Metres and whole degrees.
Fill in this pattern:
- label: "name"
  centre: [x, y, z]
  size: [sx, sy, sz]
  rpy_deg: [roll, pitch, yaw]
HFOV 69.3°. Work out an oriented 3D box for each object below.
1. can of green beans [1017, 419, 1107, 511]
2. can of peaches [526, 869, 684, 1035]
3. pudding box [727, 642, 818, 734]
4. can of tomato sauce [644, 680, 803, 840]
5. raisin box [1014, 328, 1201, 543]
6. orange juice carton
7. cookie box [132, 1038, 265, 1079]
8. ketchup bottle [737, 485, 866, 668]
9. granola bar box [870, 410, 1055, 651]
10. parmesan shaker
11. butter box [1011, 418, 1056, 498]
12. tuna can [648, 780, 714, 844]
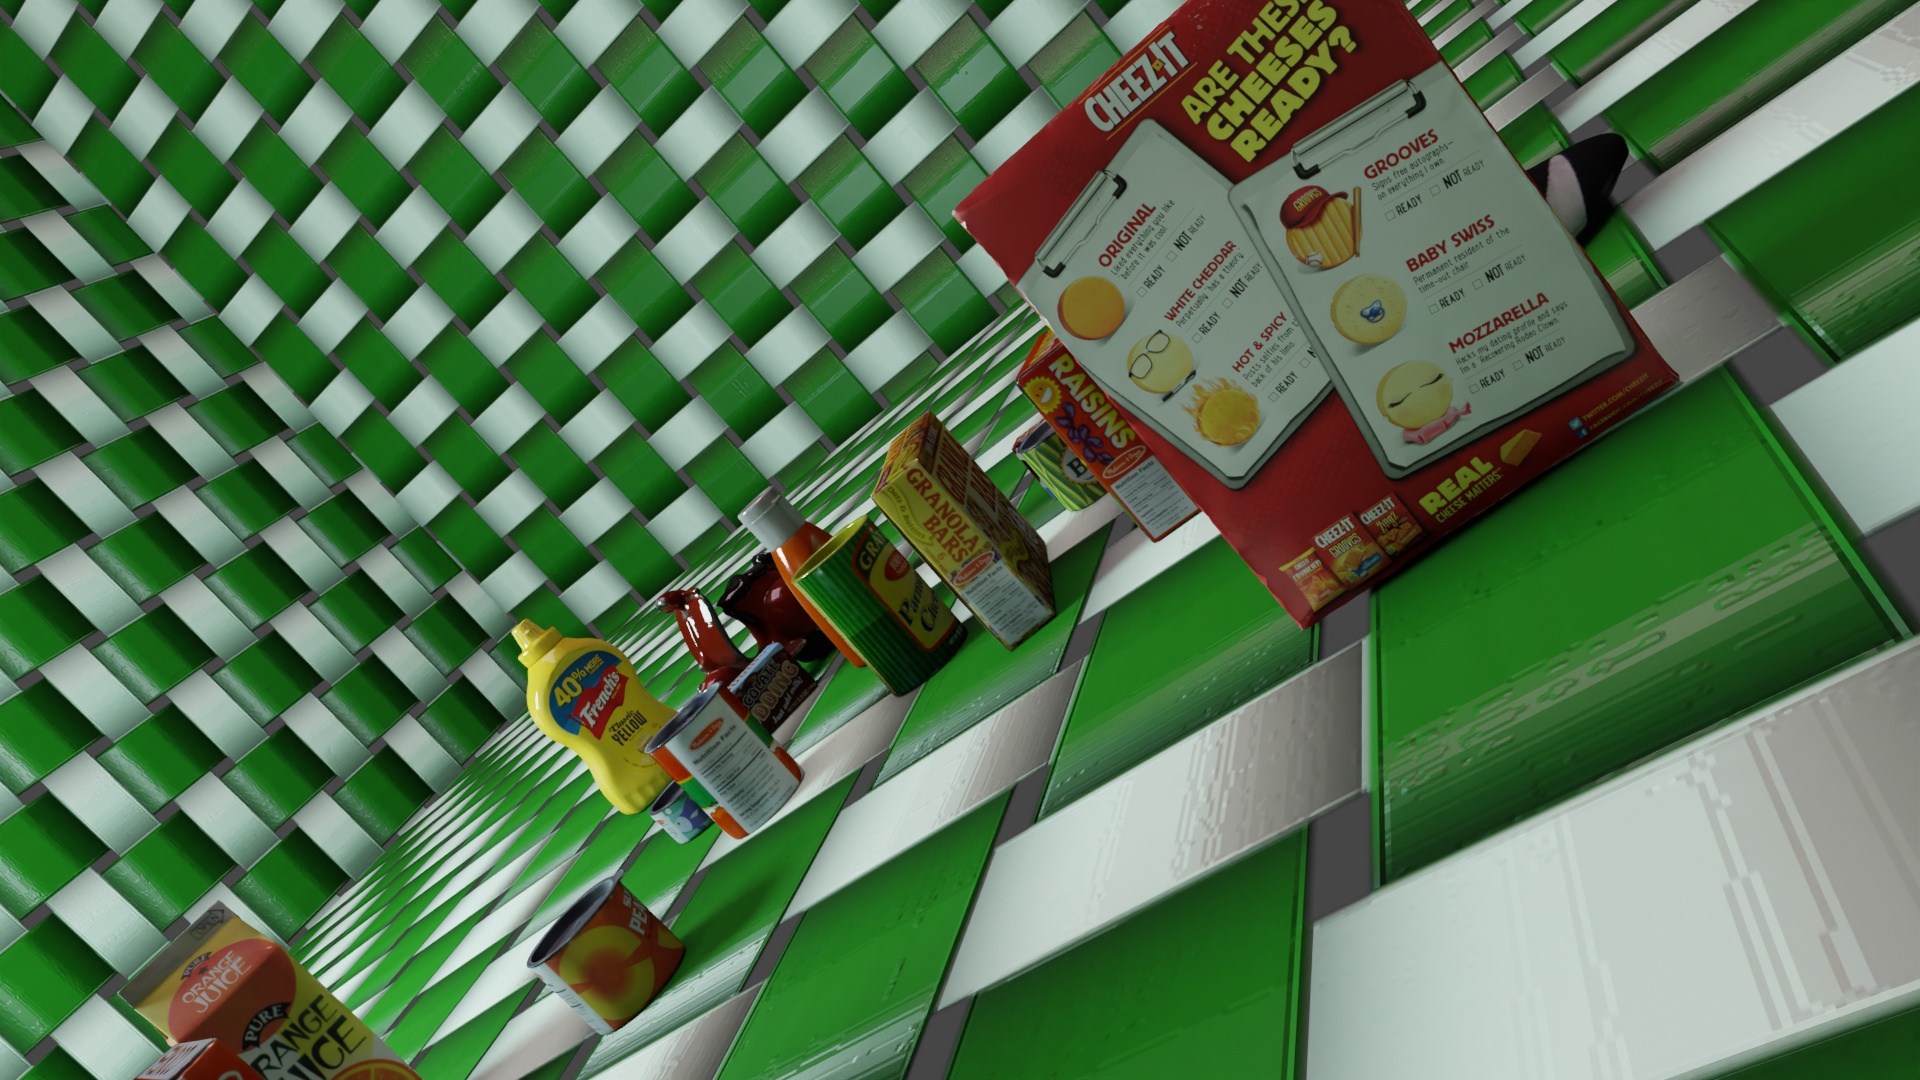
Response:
- label: "can of green beans"
  centre: [0.083, -0.062, 0.979]
  size: [0.071, 0.058, 0.071]
  rpy_deg: [-40, 10, 9]
- label: "can of peaches"
  centre: [-0.196, 0.231, 0.779]
  size: [0.071, 0.058, 0.071]
  rpy_deg: [-40, 10, 9]
- label: "pudding box"
  centre: [-0.160, 0.126, 1.105]
  size: [0.084, 0.049, 0.030]
  rpy_deg: [-46, 11, -25]
- label: "can of tomato sauce"
  centre: [-0.154, 0.145, 0.914]
  size: [0.071, 0.083, 0.071]
  rpy_deg: [-40, 10, 9]
- label: "raisin box"
  centre: [0.090, -0.069, 0.799]
  size: [0.040, 0.123, 0.086]
  rpy_deg: [-37, 11, 25]
- label: "orange juice carton"
  centre: [-0.401, 0.307, 0.829]
  size: [0.072, 0.192, 0.072]
  rpy_deg: [-49, 12, -35]
- label: "cookie box"
  centre: [-0.251, 0.263, 0.535]
  size: [0.122, 0.167, 0.040]
  rpy_deg: [-29, 16, 50]
- label: "ketchup bottle"
  centre: [-0.105, 0.024, 1.052]
  size: [0.043, 0.148, 0.065]
  rpy_deg: [-34, 13, 38]
- label: "granola bar box"
  centre: [0.003, -0.011, 0.872]
  size: [0.039, 0.124, 0.166]
  rpy_deg: [-40, 10, 10]
- label: "parmesan shaker"
  centre: [-0.052, 0.041, 0.913]
  size: [0.071, 0.103, 0.071]
  rpy_deg: [-40, 10, 9]
- label: "butter box"
  centre: [0.094, -0.082, 1.035]
  size: [0.103, 0.053, 0.024]
  rpy_deg: [-37, 11, 23]
- label: "tuna can"
  centre: [-0.191, 0.186, 1.017]
  size: [0.071, 0.033, 0.071]
  rpy_deg: [-40, 10, 9]
